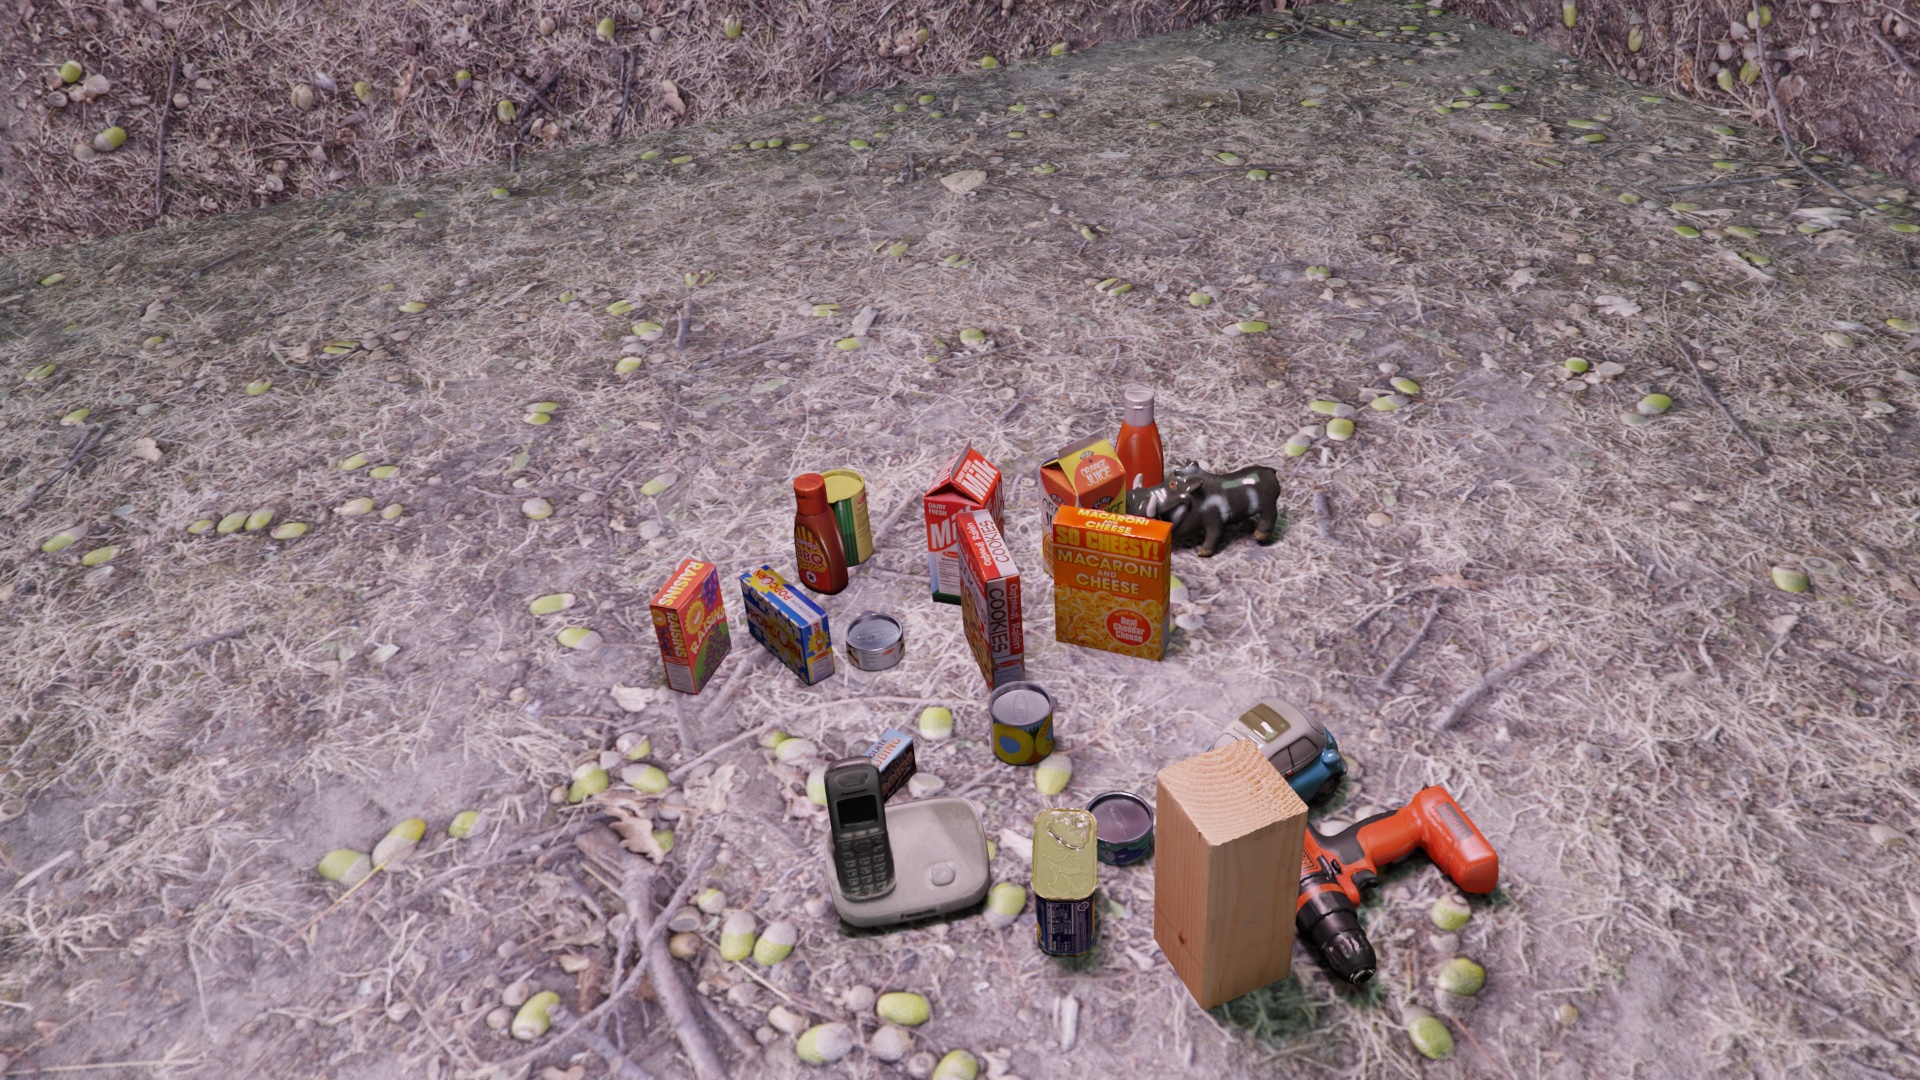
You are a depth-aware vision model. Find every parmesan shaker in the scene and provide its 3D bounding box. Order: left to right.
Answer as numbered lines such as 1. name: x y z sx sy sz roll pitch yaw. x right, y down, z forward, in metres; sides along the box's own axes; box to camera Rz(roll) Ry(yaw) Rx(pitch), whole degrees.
1. parmesan shaker: -0.145 -0.025 1.688 0.071 0.102 0.072 -3 36 2

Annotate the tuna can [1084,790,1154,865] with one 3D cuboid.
1. tuna can: 0.147 0.272 1.311 0.071 0.032 0.071 -3 36 2

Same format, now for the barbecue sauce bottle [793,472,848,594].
1. barbecue sauce bottle: -0.168 -0.009 1.630 0.065 0.147 0.044 21 43 31

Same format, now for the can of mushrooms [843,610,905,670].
1. can of mushrooms: -0.096 0.112 1.555 0.071 0.033 0.071 -3 36 2

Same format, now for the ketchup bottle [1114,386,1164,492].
1. ketchup bottle: 0.223 -0.120 1.742 0.065 0.148 0.044 2 36 9

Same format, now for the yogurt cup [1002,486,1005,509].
1. yogurt cup: 0.024 -0.038 1.729 0.072 0.053 0.073 -3 36 2

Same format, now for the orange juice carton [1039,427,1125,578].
1. orange juice carton: 0.141 -0.037 1.600 0.072 0.191 0.073 -25 41 -25

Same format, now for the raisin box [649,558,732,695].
1. raisin box: -0.294 0.095 1.522 0.040 0.122 0.086 10 38 18

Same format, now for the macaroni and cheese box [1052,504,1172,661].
1. macaroni and cheese box: 0.164 0.046 1.506 0.124 0.165 0.040 10 38 19

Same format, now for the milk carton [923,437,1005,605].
1. milk carton: 0.006 -0.020 1.592 0.073 0.189 0.073 8 38 17

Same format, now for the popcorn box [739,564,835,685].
1. popcorn box: -0.193 0.093 1.546 0.038 0.084 0.127 -28 42 -29

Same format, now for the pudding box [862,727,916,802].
1. pudding box: -0.081 0.231 1.377 0.030 0.049 0.084 21 43 30

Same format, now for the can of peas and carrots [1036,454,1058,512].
1. can of peas and carrots: 0.132 -0.067 1.754 0.071 0.058 0.071 -3 36 2

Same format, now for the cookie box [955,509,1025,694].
1. cookie box: 0.031 0.069 1.488 0.040 0.166 0.123 -12 37 -10

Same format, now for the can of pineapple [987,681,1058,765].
1. can of pineapple: 0.064 0.187 1.415 0.071 0.057 0.071 -3 36 2
